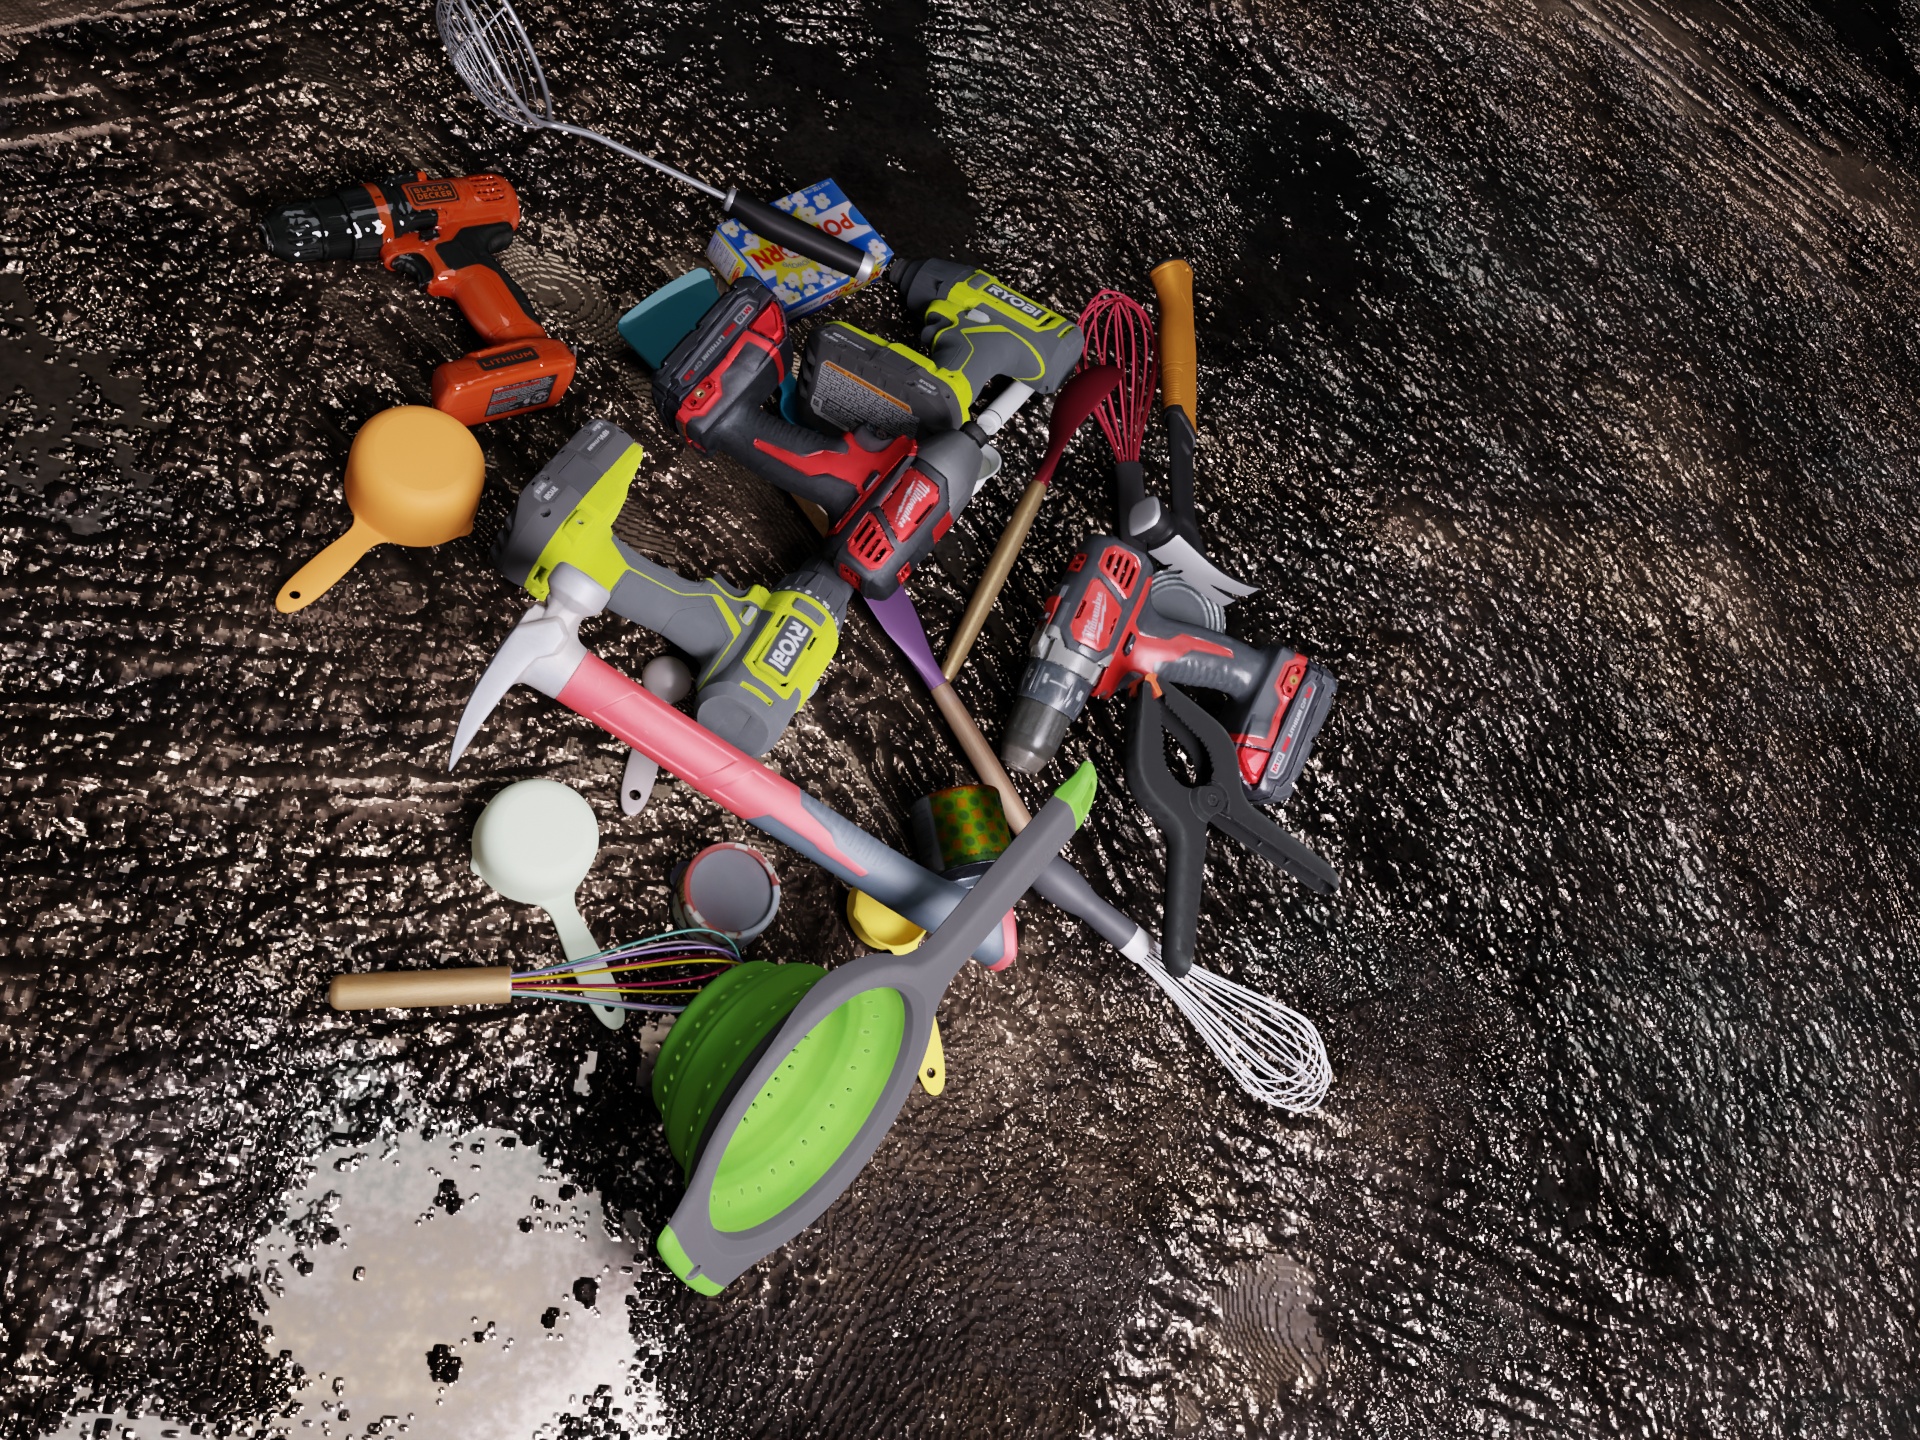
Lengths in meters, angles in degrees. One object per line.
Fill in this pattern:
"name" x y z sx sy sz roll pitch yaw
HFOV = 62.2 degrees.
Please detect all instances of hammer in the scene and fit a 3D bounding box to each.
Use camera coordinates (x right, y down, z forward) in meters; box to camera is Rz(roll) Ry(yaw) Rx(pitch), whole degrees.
"hammer" 0.183 -0.251 1.291 0.127 0.034 0.337 32 46 -36
"hammer" -0.129 0.066 1.012 0.386 0.038 0.143 35 87 -17

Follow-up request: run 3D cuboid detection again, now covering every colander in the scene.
"colander" -0.064 0.155 0.976 0.095 0.204 0.397 31 66 27

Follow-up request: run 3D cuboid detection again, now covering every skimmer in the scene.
"skimmer" -0.218 -0.444 1.190 0.363 0.090 0.127 22 27 -16

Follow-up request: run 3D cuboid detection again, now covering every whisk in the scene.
"whisk" 0.150 0.180 1.132 0.284 0.070 0.070 38 56 -4
"whisk" -0.246 0.154 0.950 0.245 0.047 0.051 0 89 -15
"whisk" 0.138 -0.229 1.329 0.073 0.073 0.296 4 71 -24

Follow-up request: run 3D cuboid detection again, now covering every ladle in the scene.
"ladle" 0.051 -0.162 1.244 0.031 0.069 0.315 36 67 -24

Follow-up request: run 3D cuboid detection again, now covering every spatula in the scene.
"spatula" -0.129 -0.188 1.185 0.082 0.044 0.317 -37 88 -13
"spatula" -0.002 -0.004 1.158 0.316 0.018 0.060 59 29 2

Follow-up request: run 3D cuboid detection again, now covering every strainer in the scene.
"strainer" 0.021 -0.234 1.282 0.087 0.050 0.258 17 46 23

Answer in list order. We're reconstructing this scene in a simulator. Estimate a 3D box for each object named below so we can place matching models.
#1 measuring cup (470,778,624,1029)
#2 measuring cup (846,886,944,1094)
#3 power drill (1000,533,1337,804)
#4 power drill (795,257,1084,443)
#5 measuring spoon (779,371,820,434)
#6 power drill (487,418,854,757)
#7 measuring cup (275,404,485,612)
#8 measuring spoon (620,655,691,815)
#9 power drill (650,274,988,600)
"measuring cup" -0.244 0.112 0.988 0.083 0.038 0.168 -21 76 -32
"measuring cup" -0.039 0.175 1.074 0.062 0.029 0.156 -10 83 -29
"power drill" 0.150 -0.013 1.202 0.226 0.080 0.188 27 83 -14
"power drill" -0.024 -0.288 1.244 0.171 0.080 0.223 31 44 11
"measuring spoon" -0.145 -0.266 1.235 0.042 0.021 0.129 -25 70 -33
"power drill" -0.185 -0.100 1.091 0.228 0.080 0.191 35 43 -9
"measuring cup" -0.380 -0.137 1.032 0.095 0.052 0.174 38 54 -6
"measuring spoon" -0.206 0.007 1.068 0.034 0.018 0.124 20 58 -17
"power drill" -0.094 -0.200 1.109 0.220 0.078 0.143 39 81 5
